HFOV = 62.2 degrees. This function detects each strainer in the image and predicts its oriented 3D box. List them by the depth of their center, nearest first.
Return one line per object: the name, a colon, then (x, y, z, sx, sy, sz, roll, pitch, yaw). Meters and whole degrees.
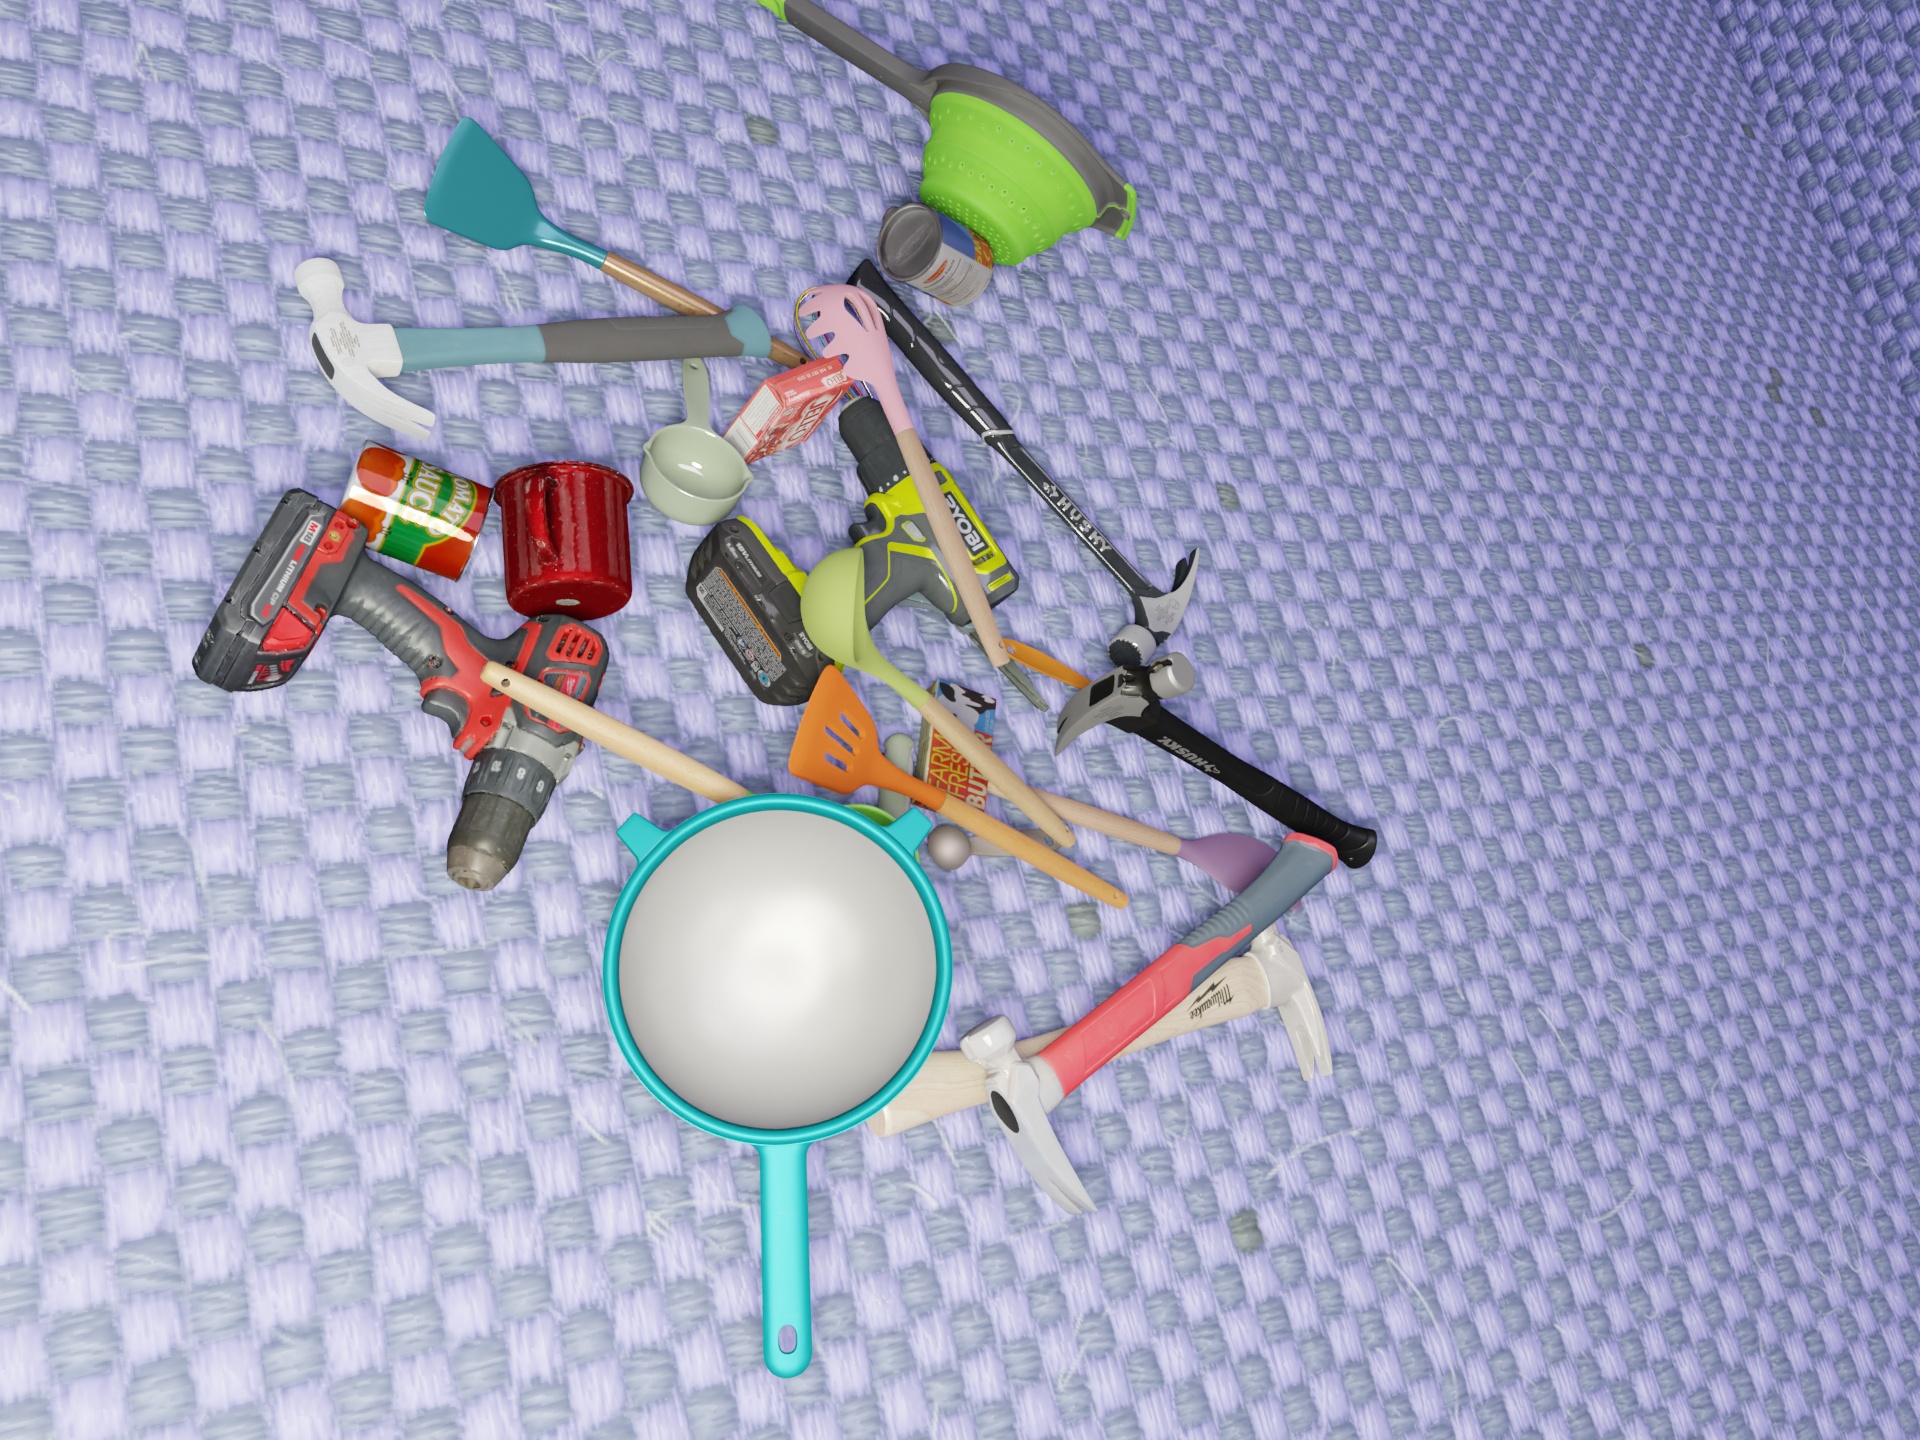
strainer: (-0.112, 0.219, 0.986, 0.211, 0.095, 0.340, -1, 78, -9)

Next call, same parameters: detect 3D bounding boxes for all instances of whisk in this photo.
whisk: (-0.049, 0.114, 1.110, 0.059, 0.057, 0.247, 3, 57, 1)
whisk: (-0.059, -0.246, 1.284, 0.047, 0.051, 0.245, -29, 88, -45)

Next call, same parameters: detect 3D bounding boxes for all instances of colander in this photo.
colander: (-0.036, -0.512, 1.396, 0.397, 0.204, 0.094, 34, 87, 4)

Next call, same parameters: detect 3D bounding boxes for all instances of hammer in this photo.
hammer: (-0.289, -0.272, 1.138, 0.331, 0.033, 0.128, -12, 75, -33)
hammer: (0.110, 0.240, 1.160, 0.410, 0.038, 0.146, -10, 74, -36)
hammer: (0.169, 0.198, 1.170, 0.386, 0.038, 0.143, -29, 89, -38)
hammer: (0.224, 0.048, 1.293, 0.334, 0.146, 0.035, 30, 54, -33)
hammer: (0.049, -0.231, 1.352, 0.409, 0.036, 0.149, 47, 50, -5)

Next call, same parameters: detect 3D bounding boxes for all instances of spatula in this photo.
spatula: (0.008, 0.068, 1.136, 0.322, 0.041, 0.081, 30, 68, -29)
spatula: (-0.244, -0.337, 1.204, 0.317, 0.044, 0.082, 23, 80, -25)
spatula: (0.152, 0.092, 1.271, 0.315, 0.018, 0.060, 19, 52, -26)

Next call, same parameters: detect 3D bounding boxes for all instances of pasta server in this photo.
pasta server: (-0.034, -0.184, 1.168, 0.060, 0.040, 0.316, -20, 85, -39)

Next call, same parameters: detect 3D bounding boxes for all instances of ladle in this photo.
ladle: (-0.002, -0.004, 1.127, 0.319, 0.062, 0.078, 44, 34, -34)

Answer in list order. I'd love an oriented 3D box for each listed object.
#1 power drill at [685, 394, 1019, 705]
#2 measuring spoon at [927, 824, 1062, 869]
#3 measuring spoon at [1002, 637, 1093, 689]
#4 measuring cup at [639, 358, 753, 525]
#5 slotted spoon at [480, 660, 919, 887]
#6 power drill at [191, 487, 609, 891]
power drill: (-0.085, -0.128, 1.172, 0.228, 0.080, 0.190, -34, 89, -36)
measuring spoon: (0.031, 0.091, 1.191, 0.124, 0.018, 0.034, -1, 68, -35)
measuring spoon: (0.074, -0.039, 1.282, 0.116, 0.011, 0.021, 24, 47, -29)
measuring cup: (-0.201, -0.209, 1.182, 0.083, 0.038, 0.168, 13, 45, -25)
slotted spoon: (-0.161, 0.038, 1.018, 0.313, 0.031, 0.070, 29, 96, -25)
power drill: (-0.338, -0.016, 0.966, 0.226, 0.080, 0.188, 29, 55, -23)
